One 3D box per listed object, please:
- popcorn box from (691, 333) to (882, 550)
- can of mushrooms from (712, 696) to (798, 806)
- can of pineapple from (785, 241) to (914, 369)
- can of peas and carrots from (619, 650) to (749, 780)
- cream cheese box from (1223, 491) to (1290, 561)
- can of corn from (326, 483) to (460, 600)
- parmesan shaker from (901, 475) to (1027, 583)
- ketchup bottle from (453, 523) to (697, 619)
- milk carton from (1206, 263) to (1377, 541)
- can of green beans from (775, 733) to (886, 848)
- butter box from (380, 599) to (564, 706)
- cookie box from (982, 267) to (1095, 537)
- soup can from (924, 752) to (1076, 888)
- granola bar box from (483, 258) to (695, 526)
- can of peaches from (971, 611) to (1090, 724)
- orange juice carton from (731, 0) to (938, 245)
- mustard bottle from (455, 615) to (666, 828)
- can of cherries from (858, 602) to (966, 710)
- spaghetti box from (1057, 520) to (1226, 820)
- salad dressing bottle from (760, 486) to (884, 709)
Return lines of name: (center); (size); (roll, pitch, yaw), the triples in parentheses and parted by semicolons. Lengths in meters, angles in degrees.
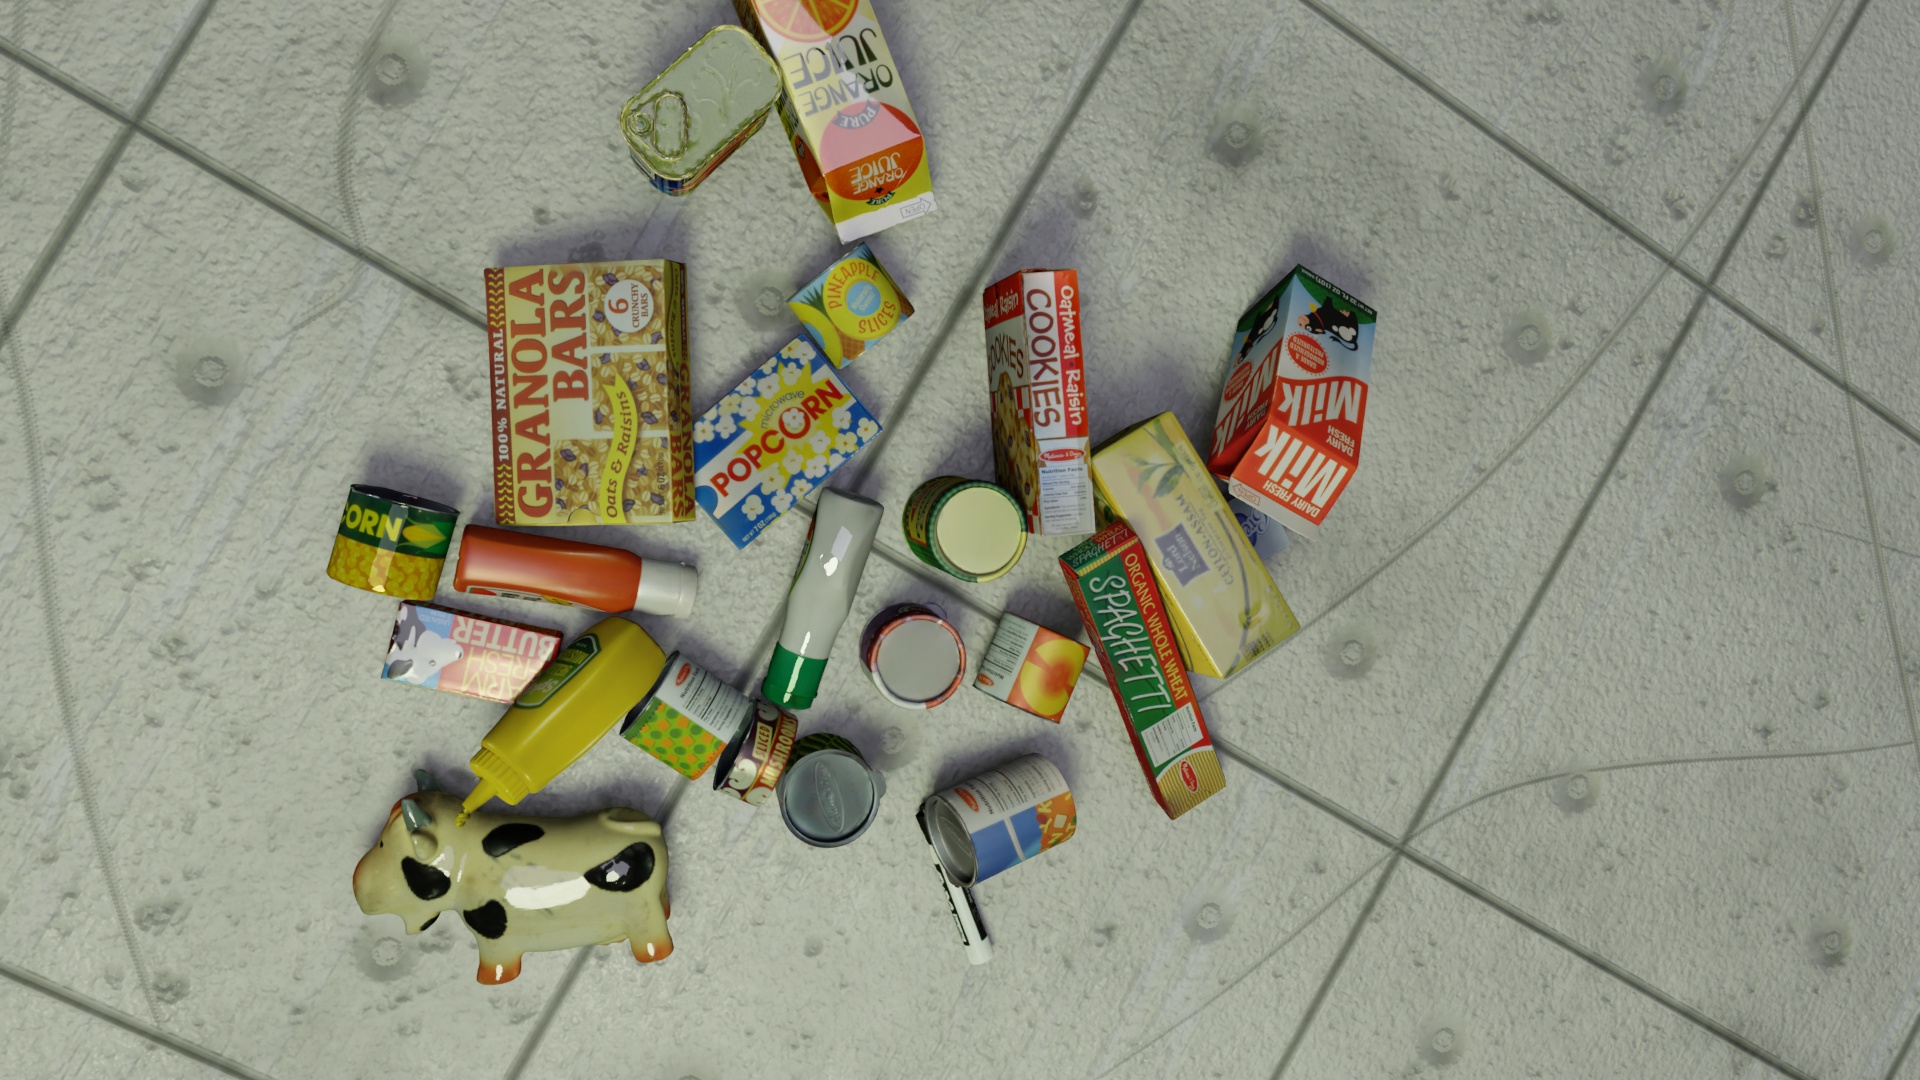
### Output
popcorn box: (-0.127, -0.067, 0.927); (0.127, 0.038, 0.085); (-41, 101, -7)
can of mushrooms: (-0.135, 0.140, 0.921); (0.033, 0.071, 0.071); (26, 88, -14)
can of pineapple: (-0.072, -0.155, 0.917); (0.071, 0.071, 0.058); (-39, 101, -7)
can of peas and carrots: (-0.182, 0.117, 0.914); (0.058, 0.071, 0.071); (36, 86, -12)
cream cheese box: (0.182, 0.004, 1.002); (0.104, 0.024, 0.053); (-30, 100, -8)
can of corn: (-0.356, 0.001, 0.868); (0.071, 0.071, 0.058); (16, 91, -12)
parmesan shaker: (0.003, -0.012, 0.924); (0.071, 0.103, 0.071); (-1, 93, -11)
ketchup bottle: (-0.247, 0.022, 0.898); (0.149, 0.064, 0.043); (10, 86, -20)
milk carton: (0.222, -0.087, 0.933); (0.072, 0.073, 0.191); (27, 53, -13)
can of green beans: (-0.091, 0.167, 0.937); (0.071, 0.058, 0.071); (-1, 93, -11)
butter box: (-0.316, 0.075, 0.903); (0.103, 0.024, 0.053); (13, 91, -12)
cookie box: (0.049, -0.090, 0.918); (0.040, 0.123, 0.167); (-5, 94, -10)
soup can: (0.027, 0.192, 0.951); (0.084, 0.071, 0.071); (-18, 97, -27)
granola bar box: (-0.235, -0.092, 0.881); (0.124, 0.039, 0.165); (-1, 94, 13)
can of peaches: (0.051, 0.088, 0.959); (0.071, 0.071, 0.058); (23, 88, -12)
orange juice carton: (-0.082, -0.294, 0.906); (0.072, 0.073, 0.192); (-24, 98, -9)
mustard bottle: (-0.256, 0.116, 0.868); (0.161, 0.065, 0.048); (-49, 118, -29)
can of cherries: (-0.032, 0.076, 0.944); (0.071, 0.058, 0.071); (-1, 94, -11)
spaghetti box: (0.126, 0.093, 0.937); (0.050, 0.029, 0.249); (-31, 127, -8)
salad dressing bottle: (-0.094, 0.039, 0.931); (0.044, 0.064, 0.147); (19, 97, -2)
